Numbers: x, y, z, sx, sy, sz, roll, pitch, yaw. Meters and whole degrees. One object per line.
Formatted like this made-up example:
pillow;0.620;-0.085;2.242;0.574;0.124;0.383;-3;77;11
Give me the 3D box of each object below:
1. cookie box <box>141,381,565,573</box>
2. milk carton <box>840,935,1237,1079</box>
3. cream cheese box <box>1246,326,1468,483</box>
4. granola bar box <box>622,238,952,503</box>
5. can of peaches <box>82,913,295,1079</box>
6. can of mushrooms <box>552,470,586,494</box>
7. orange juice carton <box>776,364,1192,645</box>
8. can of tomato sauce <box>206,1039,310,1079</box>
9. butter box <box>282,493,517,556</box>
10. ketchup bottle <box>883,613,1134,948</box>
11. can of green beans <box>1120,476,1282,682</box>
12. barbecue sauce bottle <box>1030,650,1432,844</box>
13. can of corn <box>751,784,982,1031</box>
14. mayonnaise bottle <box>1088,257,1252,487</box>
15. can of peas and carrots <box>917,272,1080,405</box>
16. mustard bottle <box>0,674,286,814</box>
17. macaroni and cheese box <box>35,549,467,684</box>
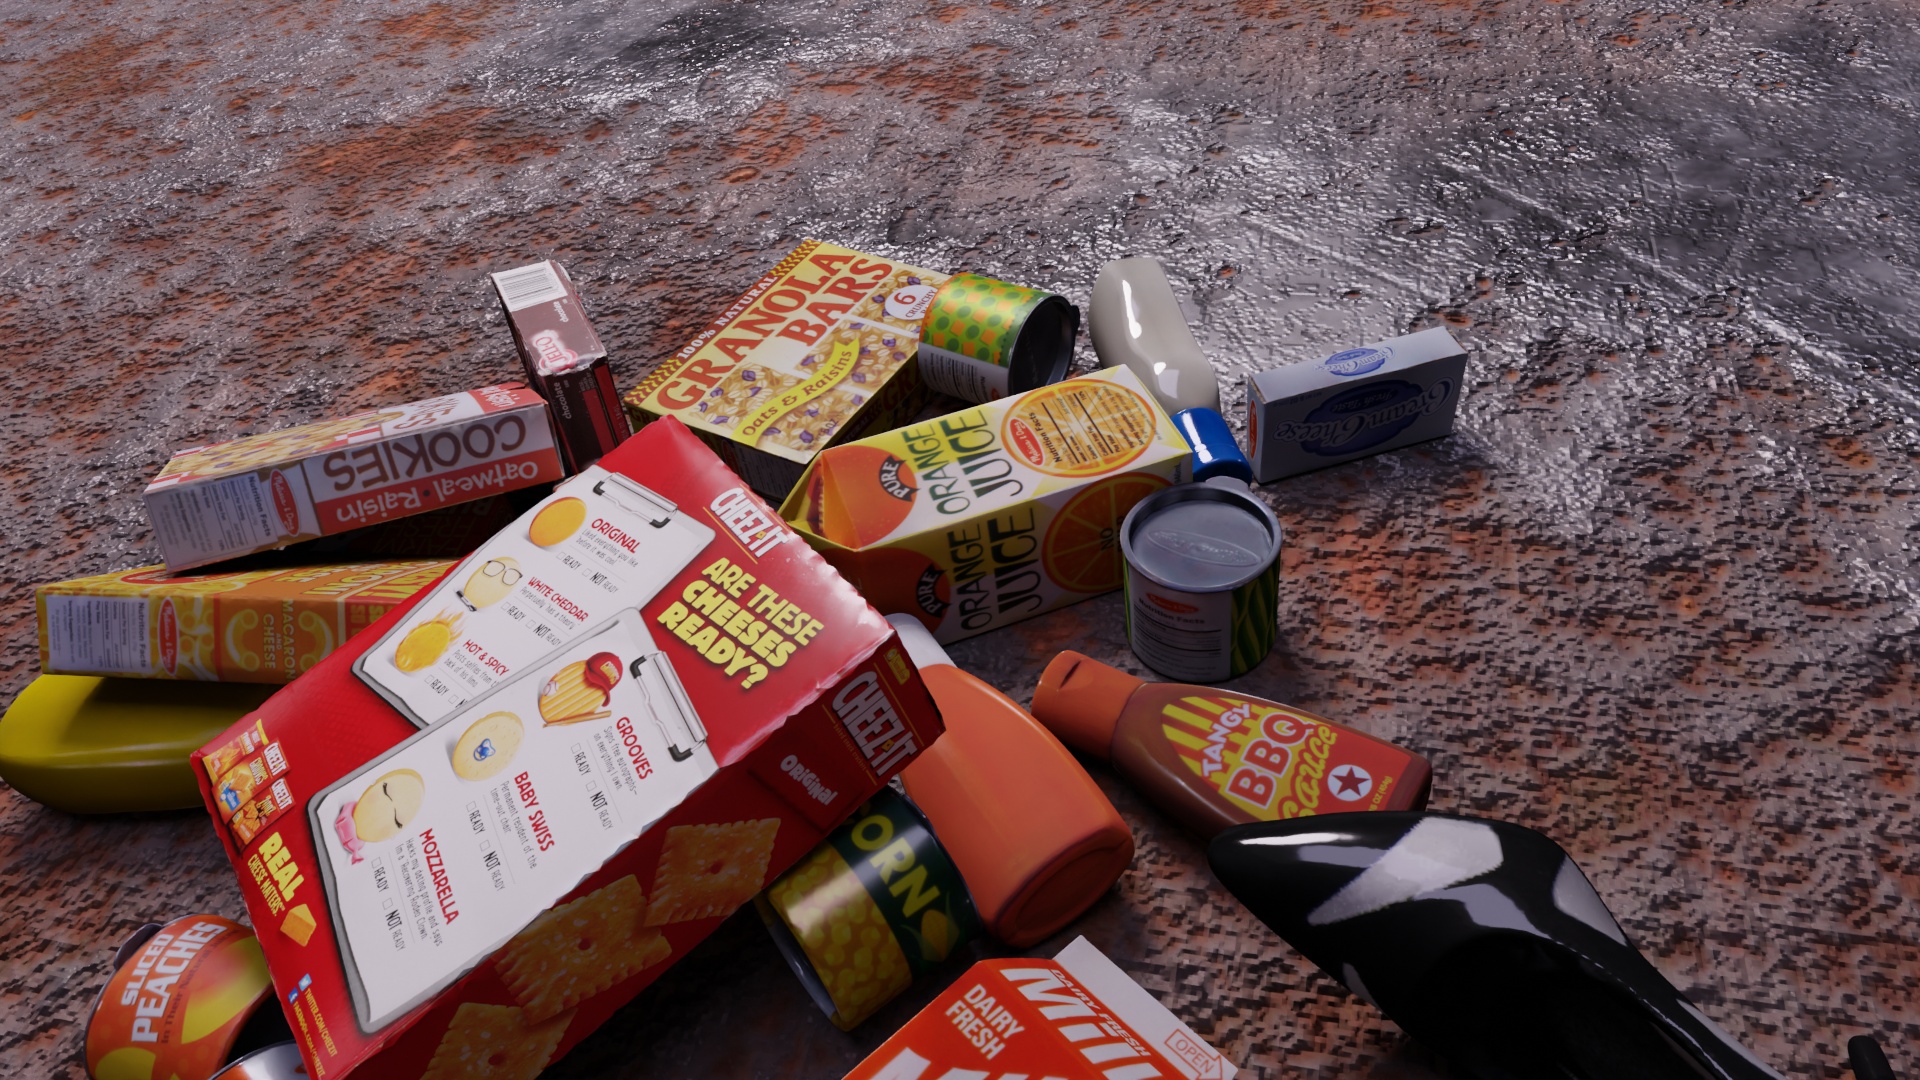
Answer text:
cookie box;-0.281;-0.037;0.657;0.168;0.040;0.123;-16;16;-20
milk carton;-0.007;0.198;0.409;0.191;0.073;0.072;-35;49;-26
cream cheese box;0.189;-0.065;0.669;0.104;0.053;0.024;-15;46;-7
granola bar box;-0.080;-0.094;0.753;0.124;0.038;0.166;20;50;26
can of peaches;-0.254;0.169;0.482;0.058;0.071;0.071;12;47;19
can of mushrooms;-0.161;-0.002;0.649;0.033;0.070;0.071;-27;46;-18
orange juice carton;0.002;-0.008;0.626;0.193;0.071;0.073;-17;44;-9
can of tomato sauce;-0.203;0.211;0.434;0.083;0.070;0.071;29;55;33
butter box;-0.281;0.001;0.696;0.103;0.024;0.053;1;45;10
ketchup bottle;0.003;0.085;0.546;0.065;0.043;0.149;-39;46;-2
can of green beans;0.103;0.018;0.592;0.071;0.057;0.071;-5;43;5
barbecue sauce bottle;0.099;0.085;0.533;0.149;0.043;0.065;21;53;28
can of corn;-0.035;0.127;0.490;0.058;0.070;0.071;-31;48;-21
mayonnaise bottle;0.102;-0.076;0.691;0.041;0.064;0.149;-8;47;-10
can of peas and carrots;0.020;-0.104;0.728;0.059;0.070;0.071;20;50;28
mustard bottle;-0.327;0.085;0.598;0.160;0.048;0.066;0;46;8
macaroni and cheese box;-0.282;0.031;0.607;0.166;0.040;0.124;1;7;10
